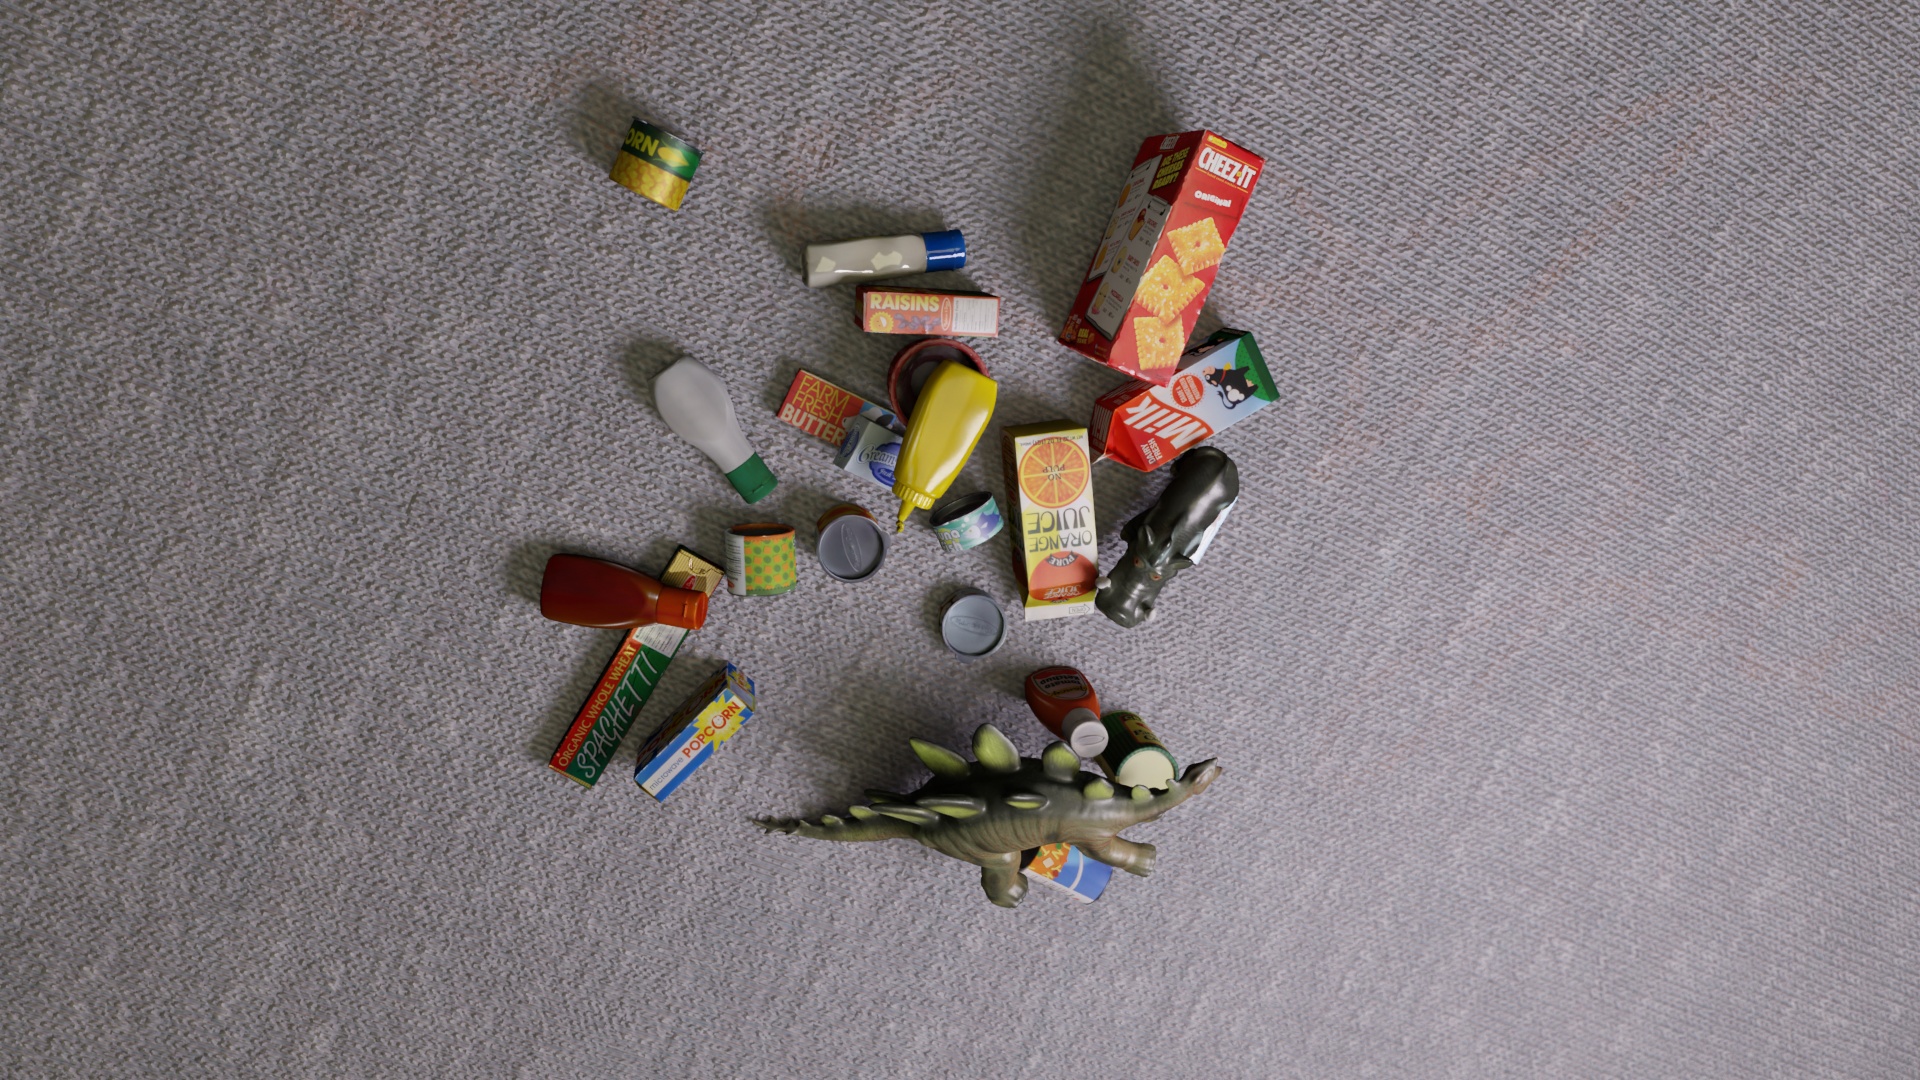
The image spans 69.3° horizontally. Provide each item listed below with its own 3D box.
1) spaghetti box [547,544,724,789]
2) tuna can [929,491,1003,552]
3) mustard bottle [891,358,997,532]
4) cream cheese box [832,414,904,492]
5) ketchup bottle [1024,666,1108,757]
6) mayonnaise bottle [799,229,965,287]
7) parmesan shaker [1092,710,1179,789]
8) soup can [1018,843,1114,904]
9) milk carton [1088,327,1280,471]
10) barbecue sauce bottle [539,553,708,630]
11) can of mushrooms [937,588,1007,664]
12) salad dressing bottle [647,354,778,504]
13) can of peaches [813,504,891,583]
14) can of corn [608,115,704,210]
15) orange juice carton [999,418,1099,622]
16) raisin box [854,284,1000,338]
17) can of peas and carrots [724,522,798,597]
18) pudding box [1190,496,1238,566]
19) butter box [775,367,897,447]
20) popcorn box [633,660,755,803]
[{"bbox_3d":[-0.310,0.121,1.327,0.050,0.029,0.249,31,95,-14],"label":"spaghetti box"},{"bbox_3d":[0.005,-0.017,1.330,0.071,0.071,0.032,-26,106,-3],"label":"tuna can"},{"bbox_3d":[-0.025,-0.081,1.236,0.065,0.049,0.160,25,98,-13],"label":"mustard bottle"},{"bbox_3d":[-0.066,-0.076,1.307,0.104,0.024,0.053,24,97,-42],"label":"cream cheese box"},{"bbox_3d":[0.107,0.166,1.347,0.065,0.149,0.043,-6,105,-8],"label":"ketchup bottle"},{"bbox_3d":[-0.071,-0.259,1.270,0.148,0.065,0.041,-9,96,-12],"label":"mayonnaise bottle"},{"bbox_3d":[0.175,0.221,1.394,0.071,0.103,0.071,-2,103,-9],"label":"parmesan shaker"},{"bbox_3d":[0.108,0.324,1.425,0.084,0.071,0.071,28,97,-14],"label":"soup can"},{"bbox_3d":[0.201,-0.127,1.338,0.191,0.072,0.073,-29,106,-2],"label":"milk carton"},{"bbox_3d":[-0.310,0.053,1.282,0.148,0.043,0.065,9,91,7],"label":"barbecue sauce bottle"},{"bbox_3d":[0.010,0.084,1.372,0.071,0.033,0.071,-2,103,-10],"label":"can of mushrooms"},{"bbox_3d":[-0.227,-0.101,1.287,0.064,0.044,0.147,-36,107,-2],"label":"salad dressing bottle"},{"bbox_3d":[-0.103,0.002,1.322,0.071,0.058,0.071,-2,102,-9],"label":"can of peaches"},{"bbox_3d":[-0.268,-0.330,1.216,0.071,0.071,0.058,24,98,-14],"label":"can of corn"},{"bbox_3d":[0.088,-0.016,1.343,0.072,0.073,0.192,-8,104,-8],"label":"orange juice carton"},{"bbox_3d":[-0.032,-0.211,1.273,0.123,0.086,0.040,1,104,-10],"label":"raisin box"},{"bbox_3d":[-0.186,0.017,1.308,0.071,0.071,0.058,-3,103,-9],"label":"can of peas and carrots"},{"bbox_3d":[0.234,-0.023,1.389,0.049,0.030,0.083,28,96,-13],"label":"pudding box"},{"bbox_3d":[-0.117,-0.118,1.311,0.103,0.024,0.053,24,97,-14],"label":"butter box"},{"bbox_3d":[-0.253,0.181,1.321,0.126,0.085,0.038,-44,105,2],"label":"popcorn box"}]
